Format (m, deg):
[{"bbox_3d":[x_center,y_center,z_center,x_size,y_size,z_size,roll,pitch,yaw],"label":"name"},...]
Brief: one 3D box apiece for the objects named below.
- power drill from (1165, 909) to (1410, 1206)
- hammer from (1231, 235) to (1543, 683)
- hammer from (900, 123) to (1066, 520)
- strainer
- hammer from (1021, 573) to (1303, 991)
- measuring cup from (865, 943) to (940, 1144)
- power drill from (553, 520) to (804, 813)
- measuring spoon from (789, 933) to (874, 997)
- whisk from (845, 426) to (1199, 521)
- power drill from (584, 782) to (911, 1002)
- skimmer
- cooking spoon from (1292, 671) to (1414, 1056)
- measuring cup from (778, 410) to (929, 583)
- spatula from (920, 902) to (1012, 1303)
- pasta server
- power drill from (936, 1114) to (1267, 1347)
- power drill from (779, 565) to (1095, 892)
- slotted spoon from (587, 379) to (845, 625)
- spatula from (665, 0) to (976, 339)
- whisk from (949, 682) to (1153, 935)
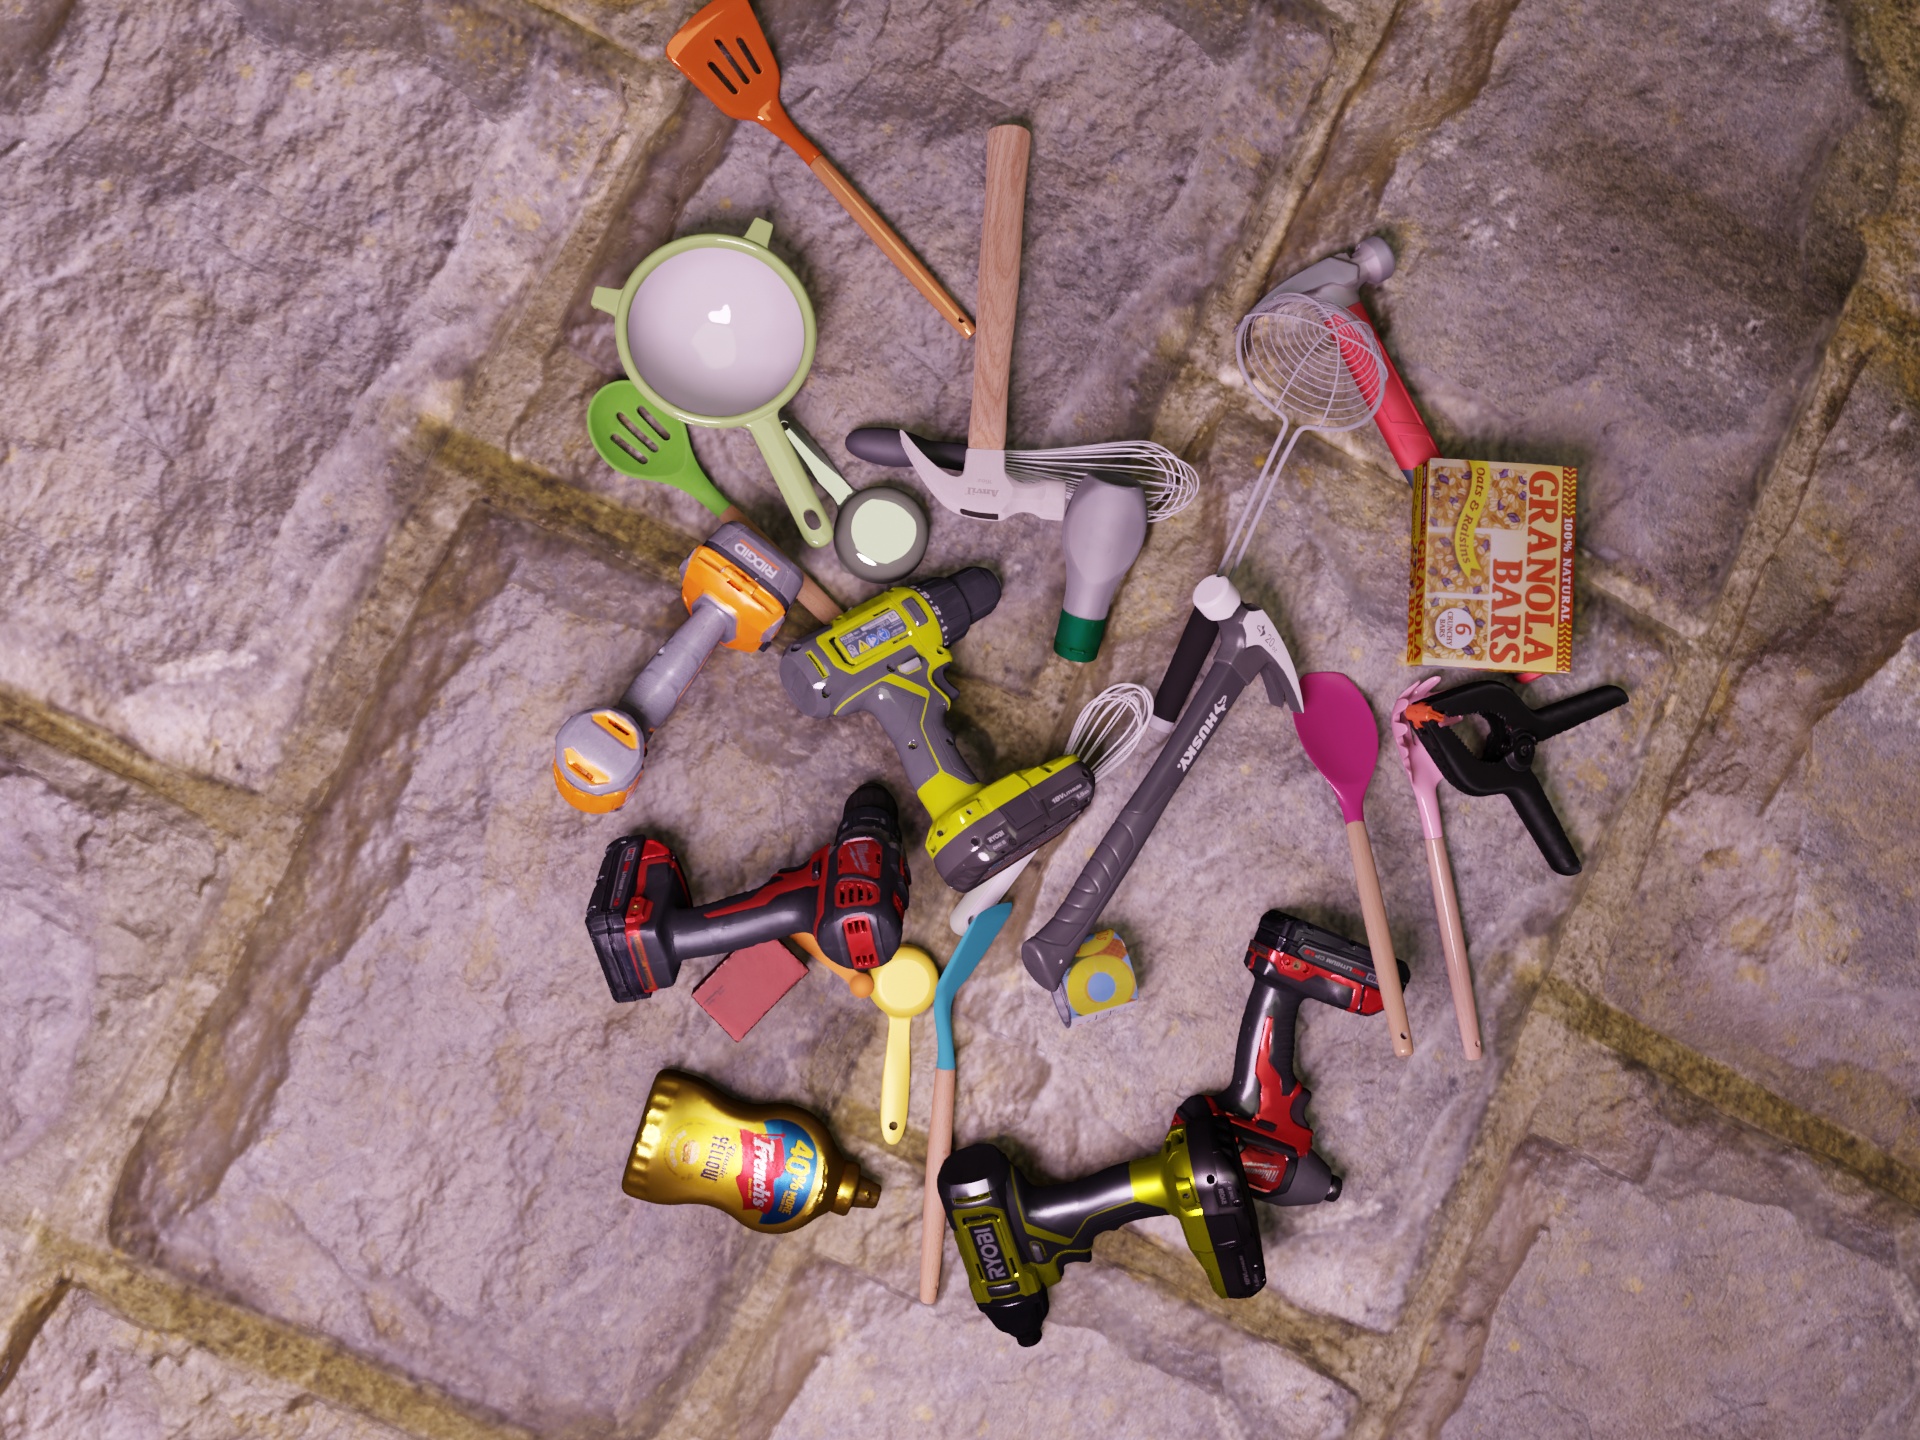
[{"bbox_3d":[0.265,0.274,1.262,0.143,0.078,0.220,23,88,-6],"label":"power drill"},{"bbox_3d":[0.372,-0.199,1.314,0.143,0.038,0.386,-28,91,-6],"label":"hammer"},{"bbox_3d":[0.025,-0.317,1.251,0.130,0.031,0.331,4,77,1],"label":"hammer"},{"bbox_3d":[-0.165,-0.246,1.232,0.151,0.069,0.256,-27,92,-10],"label":"strainer"},{"bbox_3d":[0.151,0.062,1.227,0.146,0.035,0.335,42,76,-37],"label":"hammer"},{"bbox_3d":[-0.047,0.254,1.242,0.062,0.029,0.156,4,84,-7],"label":"measuring cup"},{"bbox_3d":[-0.219,-0.027,1.184,0.084,0.164,0.226,38,71,-4],"label":"power drill"},{"bbox_3d":[-0.114,0.174,1.236,0.117,0.011,0.021,41,104,8],"label":"measuring spoon"},{"bbox_3d":[0.049,-0.202,1.268,0.284,0.070,0.070,7,87,-2],"label":"whisk"},{"bbox_3d":[-0.148,0.119,1.184,0.226,0.188,0.080,-9,120,5],"label":"power drill"},{"bbox_3d":[0.228,-0.164,1.278,0.127,0.090,0.363,22,102,-5],"label":"skimmer"},{"bbox_3d":[0.315,0.106,1.251,0.068,0.017,0.319,-2,65,-9],"label":"cooking spoon"},{"bbox_3d":[-0.091,-0.181,1.252,0.083,0.038,0.167,-42,95,-7],"label":"measuring cup"},{"bbox_3d":[-0.004,0.298,1.237,0.044,0.082,0.317,5,91,21],"label":"spatula"},{"bbox_3d":[0.398,0.123,1.303,0.060,0.040,0.316,-10,90,-26],"label":"pasta server"},{"bbox_3d":[0.110,0.390,1.206,0.223,0.080,0.171,-14,110,10],"label":"power drill"},{"bbox_3d":[-0.002,-0.004,1.210,0.190,0.080,0.229,-29,77,-27],"label":"power drill"},{"bbox_3d":[-0.167,-0.144,1.249,0.313,0.031,0.070,44,83,-5],"label":"slotted spoon"},{"bbox_3d":[-0.098,-0.429,1.263,0.081,0.041,0.322,-43,94,-8],"label":"spatula"},{"bbox_3d":[0.071,0.070,1.260,0.057,0.059,0.246,39,87,-38],"label":"whisk"}]
